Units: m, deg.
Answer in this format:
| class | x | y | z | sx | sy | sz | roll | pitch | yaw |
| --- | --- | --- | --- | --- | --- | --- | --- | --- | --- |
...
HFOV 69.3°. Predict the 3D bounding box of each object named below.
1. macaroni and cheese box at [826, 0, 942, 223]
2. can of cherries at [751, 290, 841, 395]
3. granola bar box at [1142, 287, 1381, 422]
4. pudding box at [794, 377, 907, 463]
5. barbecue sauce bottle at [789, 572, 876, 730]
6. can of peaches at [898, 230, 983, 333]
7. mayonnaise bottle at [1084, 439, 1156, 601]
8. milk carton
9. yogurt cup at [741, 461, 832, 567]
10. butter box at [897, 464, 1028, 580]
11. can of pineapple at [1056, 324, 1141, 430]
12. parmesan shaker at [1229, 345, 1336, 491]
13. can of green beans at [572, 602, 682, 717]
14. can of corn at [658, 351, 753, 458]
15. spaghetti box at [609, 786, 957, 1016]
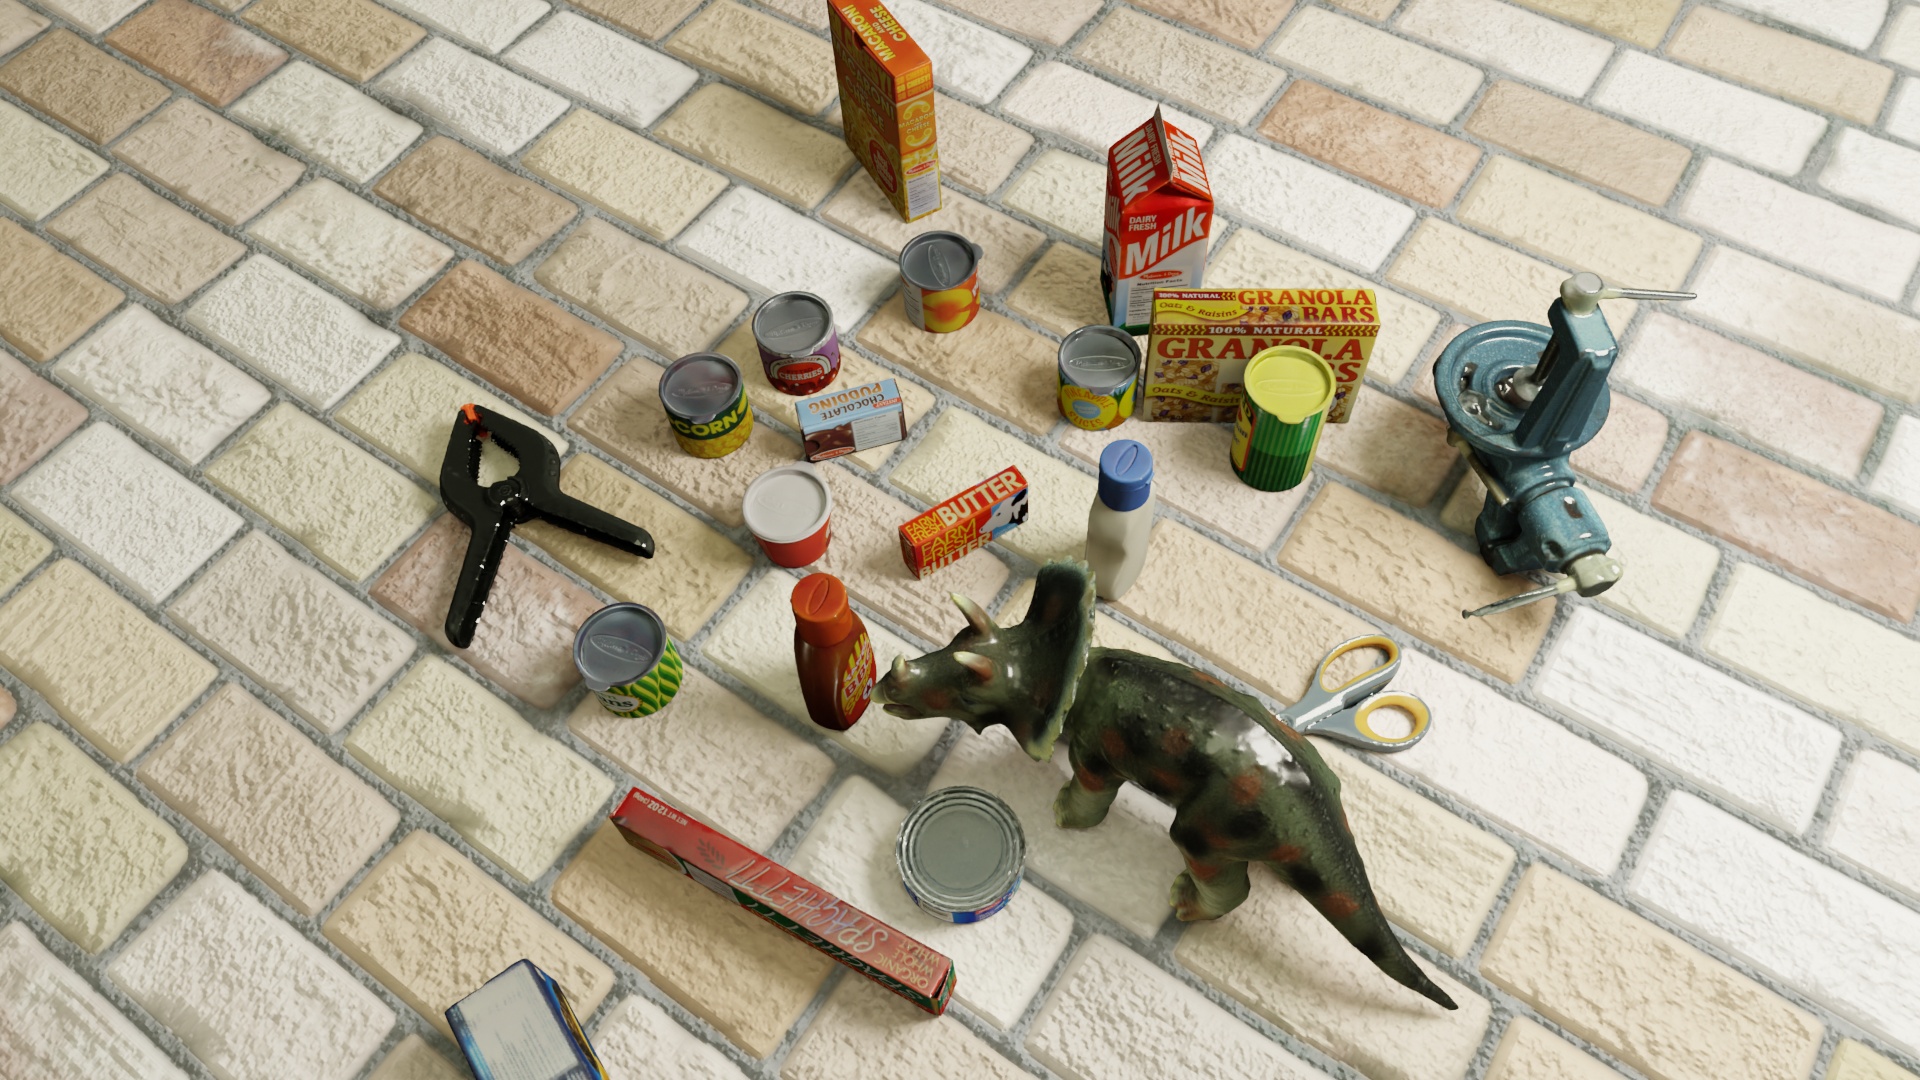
| class | x | y | z | sx | sy | sz | roll | pitch | yaw |
| --- | --- | --- | --- | --- | --- | --- | --- | --- | --- |
| macaroni and cheese box | -0.065 | -0.378 | 1.211 | 0.040 | 0.165 | 0.124 | -27 | 61 | -13 |
| can of cherries | -0.134 | -0.160 | 1.143 | 0.071 | 0.058 | 0.072 | -1 | 59 | 2 |
| granola bar box | 0.227 | -0.142 | 1.077 | 0.166 | 0.123 | 0.039 | 1 | 59 | 3 |
| pudding box | -0.087 | -0.095 | 1.106 | 0.084 | 0.049 | 0.030 | -15 | 59 | -7 |
| barbecue sauce bottle | -0.088 | 0.073 | 0.945 | 0.044 | 0.147 | 0.065 | 17 | 61 | 13 |
| can of peaches | -0.015 | -0.218 | 1.173 | 0.071 | 0.057 | 0.071 | -1 | 59 | 2 |
| mayonnaise bottle | 0.114 | -0.017 | 0.991 | 0.041 | 0.147 | 0.065 | 25 | 63 | 17 |
| milk carton | 0.156 | -0.252 | 1.109 | 0.073 | 0.189 | 0.072 | -6 | 59 | -1 |
| yogurt cup | -0.129 | -0.015 | 1.056 | 0.072 | 0.053 | 0.073 | -1 | 59 | 2 |
| butter box | 0.004 | -0.013 | 1.049 | 0.104 | 0.053 | 0.024 | -29 | 62 | -14 |
| can of pineapple | 0.110 | -0.128 | 1.112 | 0.071 | 0.057 | 0.071 | -1 | 59 | 2 |
| parmesan shaker | 0.242 | -0.088 | 1.055 | 0.071 | 0.102 | 0.071 | -1 | 59 | 2 |
| can of green beans | -0.238 | 0.087 | 0.997 | 0.071 | 0.057 | 0.071 | -1 | 59 | 2 |
| can of corn | -0.203 | -0.106 | 1.113 | 0.071 | 0.058 | 0.071 | -1 | 59 | 2 |
| spaghetti box | -0.116 | 0.234 | 0.905 | 0.250 | 0.050 | 0.029 | 24 | 63 | 16 |
